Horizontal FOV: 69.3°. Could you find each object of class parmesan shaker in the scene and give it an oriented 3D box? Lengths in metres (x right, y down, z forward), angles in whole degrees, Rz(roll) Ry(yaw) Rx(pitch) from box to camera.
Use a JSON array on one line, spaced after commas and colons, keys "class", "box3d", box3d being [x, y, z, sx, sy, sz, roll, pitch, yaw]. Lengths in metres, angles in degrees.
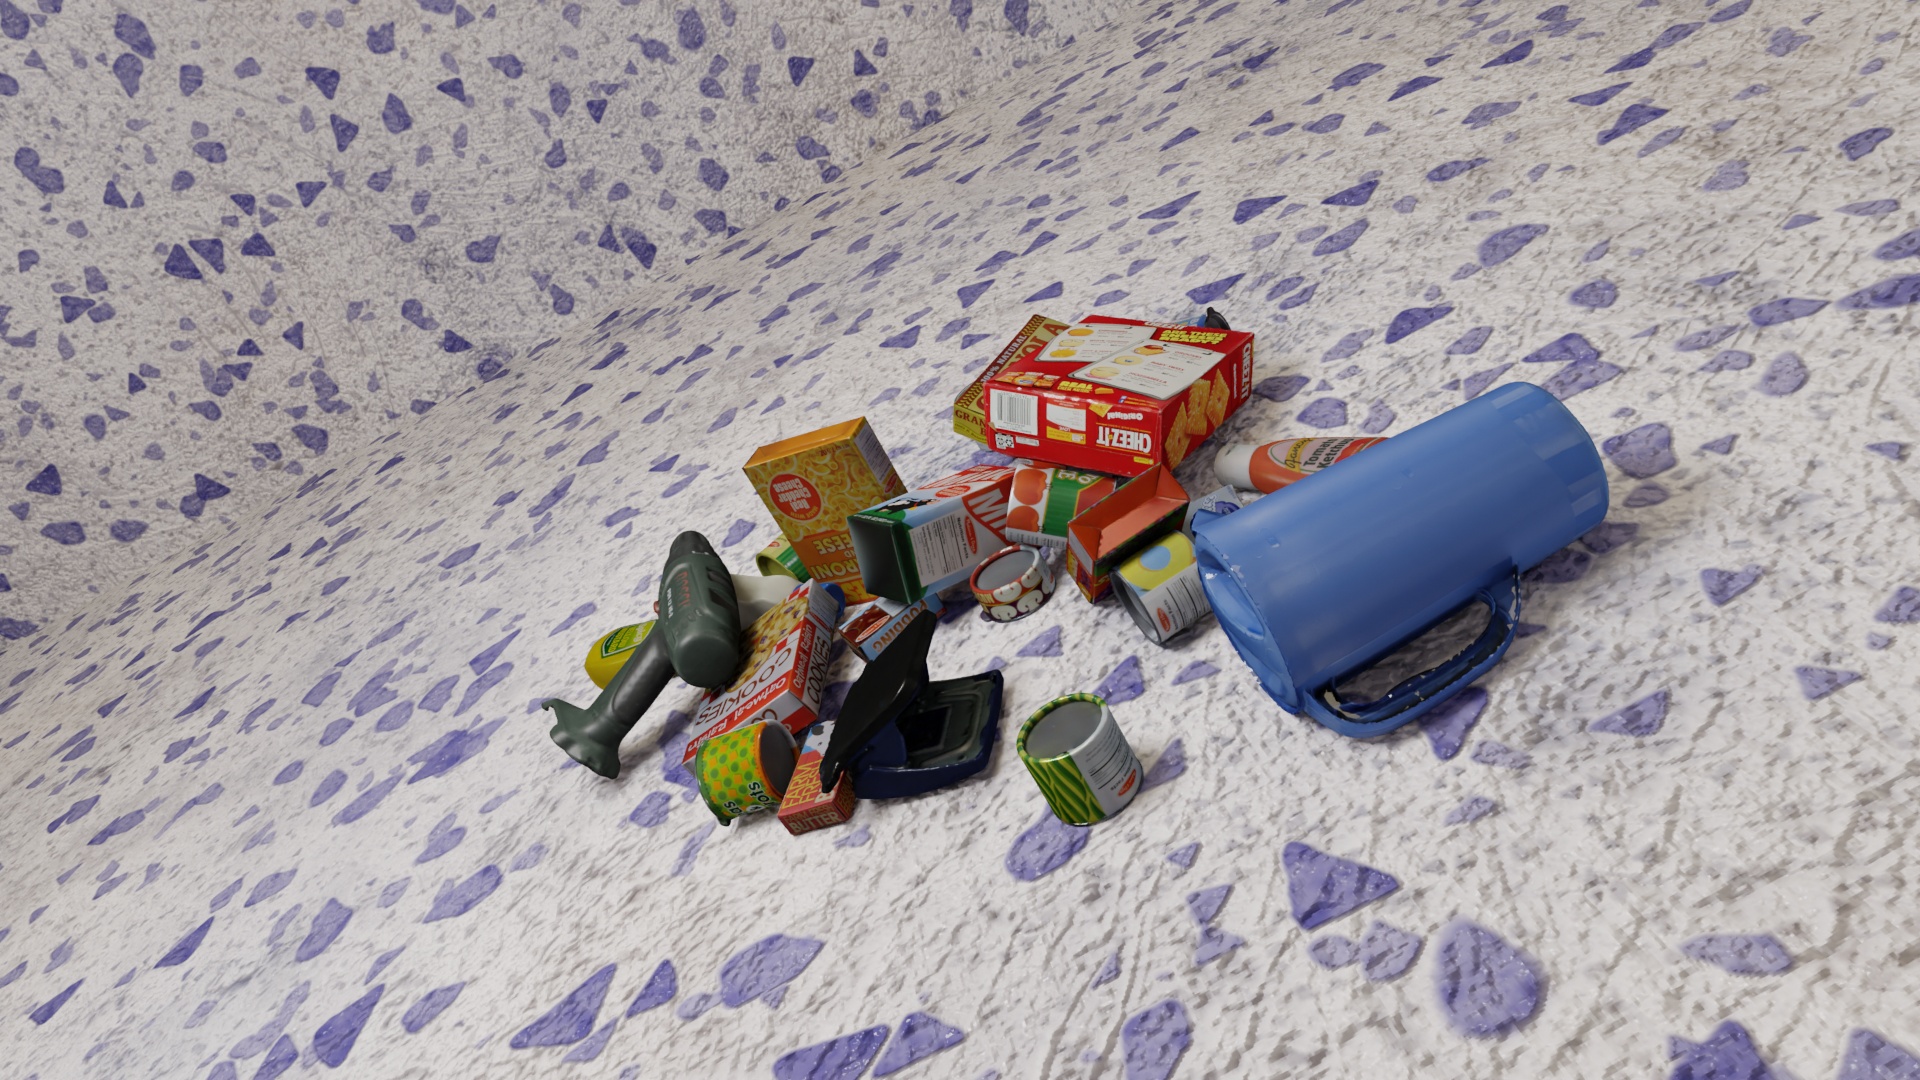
[{"class": "parmesan shaker", "box3d": [-0.139, 0.007, 1.357, 0.103, 0.071, 0.071, -43, 28, -26]}]

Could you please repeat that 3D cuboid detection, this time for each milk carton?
[{"class": "milk carton", "box3d": [0.004, -0.015, 1.210, 0.191, 0.073, 0.072, -23, 19, -31]}]

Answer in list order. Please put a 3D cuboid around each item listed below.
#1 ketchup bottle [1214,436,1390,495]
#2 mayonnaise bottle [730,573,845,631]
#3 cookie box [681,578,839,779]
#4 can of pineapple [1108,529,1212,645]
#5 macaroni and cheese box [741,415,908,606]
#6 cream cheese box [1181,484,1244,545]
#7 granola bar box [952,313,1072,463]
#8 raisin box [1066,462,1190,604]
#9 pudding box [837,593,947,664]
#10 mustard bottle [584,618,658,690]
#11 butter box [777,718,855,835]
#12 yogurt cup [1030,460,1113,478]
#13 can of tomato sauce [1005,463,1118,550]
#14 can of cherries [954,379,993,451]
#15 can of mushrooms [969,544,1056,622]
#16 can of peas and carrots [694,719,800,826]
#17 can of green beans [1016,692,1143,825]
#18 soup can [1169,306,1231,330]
[{"class": "ketchup bottle", "box3d": [0.264, -0.054, 1.078, 0.065, 0.043, 0.149, -42, 28, -27]}, {"class": "mayonnaise bottle", "box3d": [-0.174, 0.059, 1.309, 0.148, 0.064, 0.041, -2, 49, 38]}, {"class": "cookie box", "box3d": [-0.167, 0.121, 1.185, 0.122, 0.040, 0.168, -36, 23, 20]}, {"class": "can of pineapple", "box3d": [0.149, 0.033, 1.014, 0.058, 0.070, 0.071, -32, 26, -6]}, {"class": "macaroni and cheese box", "box3d": [-0.102, -0.022, 1.257, 0.123, 0.166, 0.040, -13, 30, 31]}, {"class": "cream cheese box", "box3d": [0.202, -0.004, 1.073, 0.053, 0.024, 0.104, -27, 26, 7]}, {"class": "granola bar box", "box3d": [0.087, -0.147, 1.366, 0.124, 0.038, 0.166, 23, 51, 20]}, {"class": "raisin box", "box3d": [0.126, -0.003, 1.053, 0.086, 0.040, 0.123, -34, -16, -7]}, {"class": "pudding box", "box3d": [-0.059, 0.070, 1.204, 0.084, 0.030, 0.050, -37, 28, -14]}, {"class": "mustard bottle", "box3d": [-0.293, 0.104, 1.361, 0.160, 0.048, 0.066, -17, 32, 26]}, {"class": "butter box", "box3d": [-0.100, 0.177, 1.061, 0.053, 0.024, 0.104, -19, 27, 22]}, {"class": "yogurt cup", "box3d": [0.105, -0.075, 1.258, 0.072, 0.072, 0.054, -36, 34, -12]}, {"class": "can of tomato sauce", "box3d": [0.084, -0.028, 1.148, 0.083, 0.070, 0.071, 9, 36, 7]}, {"class": "can of cherries", "box3d": [0.038, -0.135, 1.438, 0.071, 0.058, 0.072, -24, 25, 12]}, {"class": "can of mushrooms", "box3d": [0.041, 0.036, 1.157, 0.071, 0.033, 0.071, -23, 27, 13]}, {"class": "can of peas and carrots", "box3d": [-0.163, 0.180, 1.076, 0.058, 0.070, 0.071, -20, 27, 19]}, {"class": "can of green beans", "box3d": [0.077, 0.141, 0.903, 0.071, 0.057, 0.071, -24, 26, 13]}, {"class": "soup can", "box3d": [0.211, -0.179, 1.323, 0.083, 0.071, 0.072, -11, 32, 35]}]
